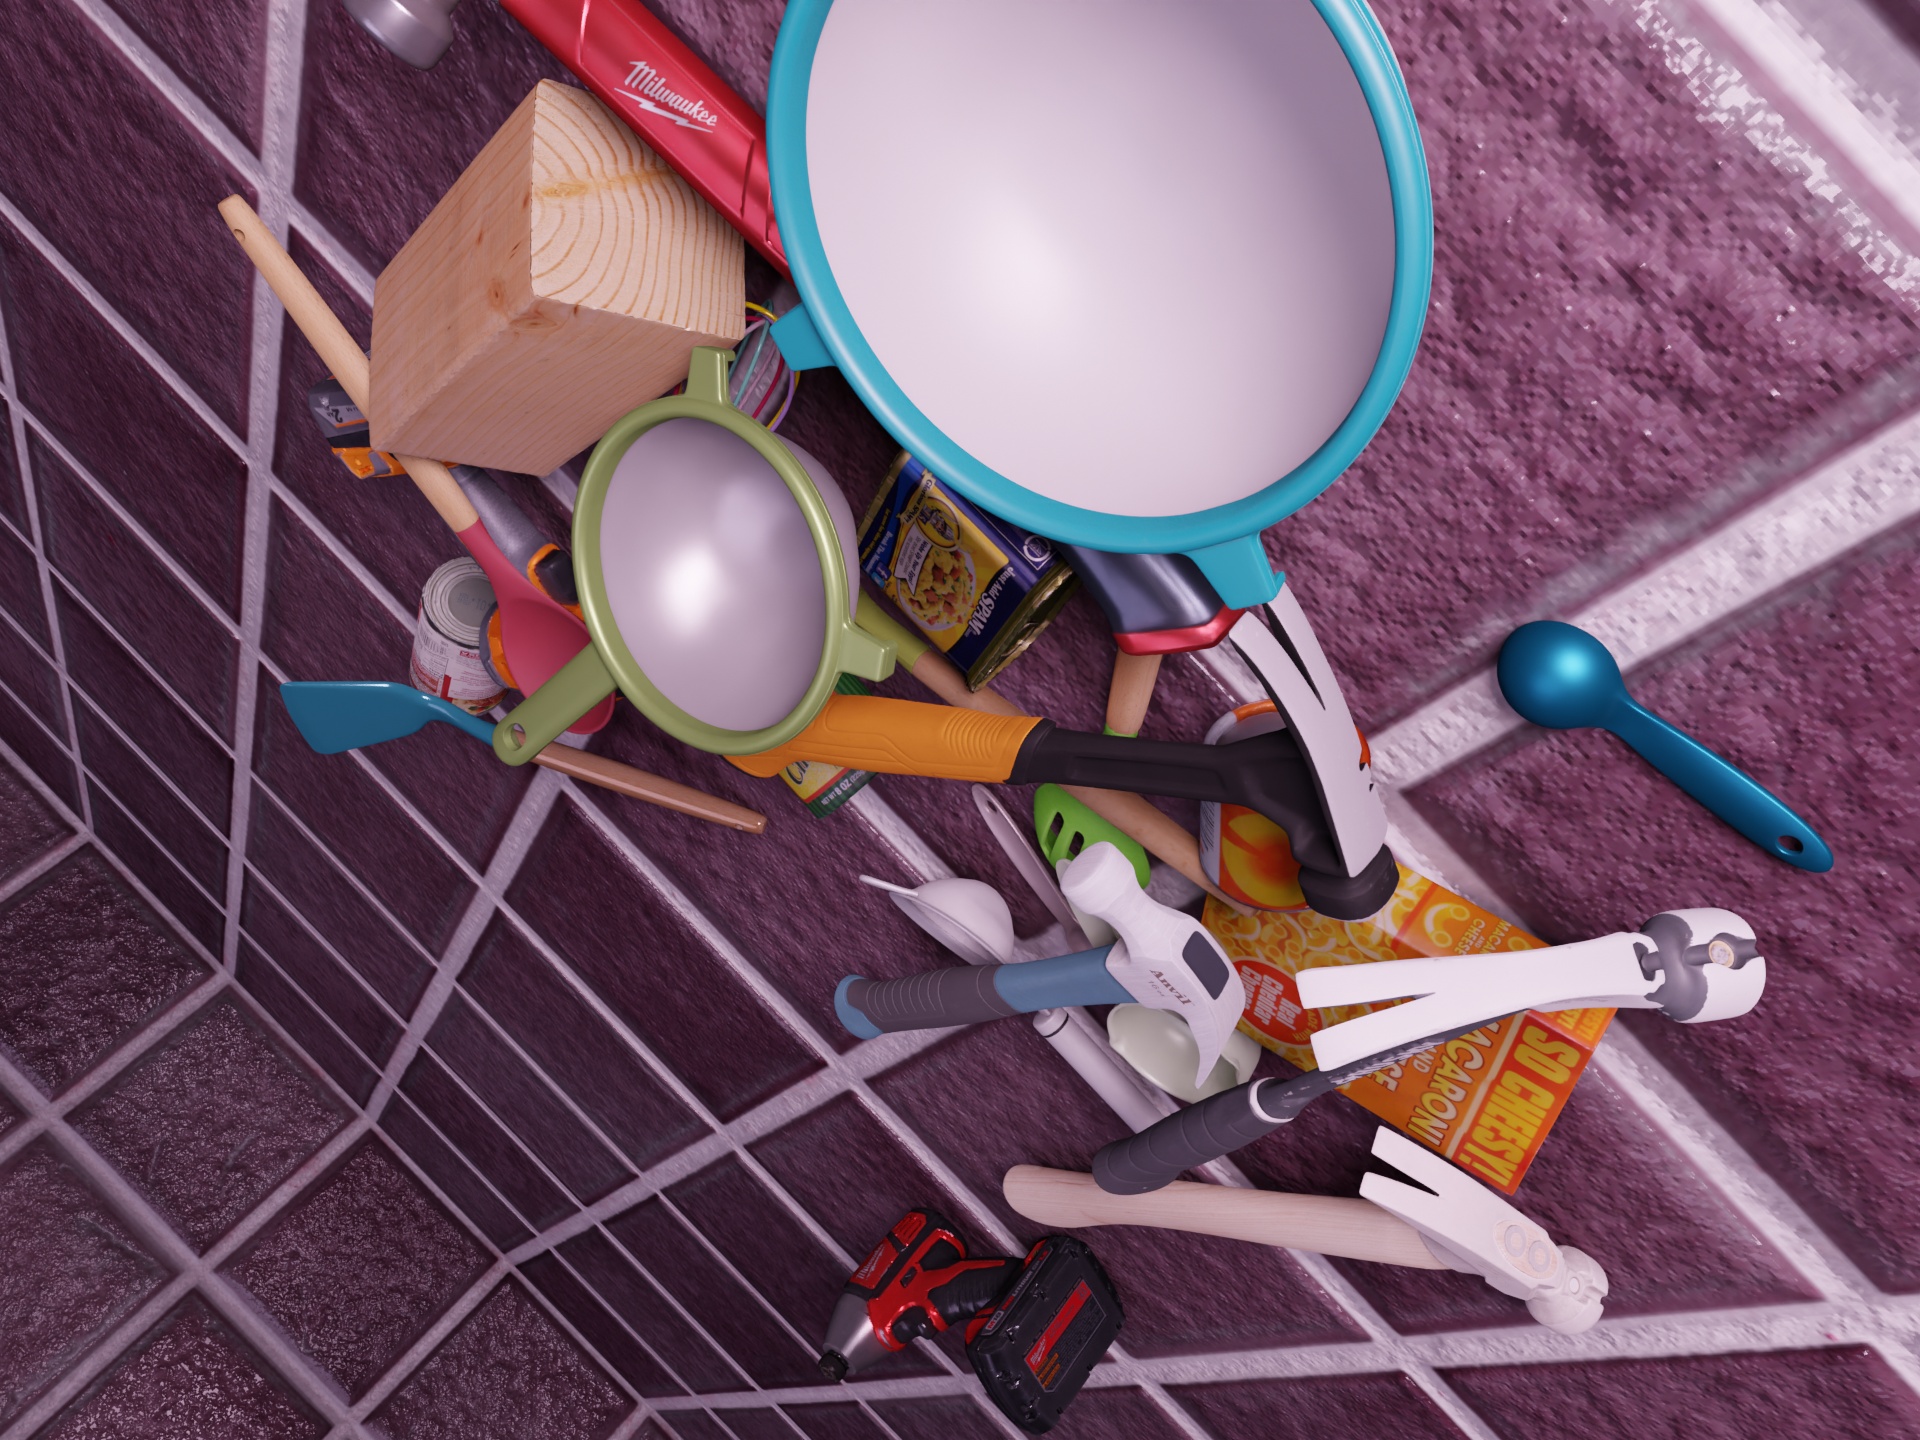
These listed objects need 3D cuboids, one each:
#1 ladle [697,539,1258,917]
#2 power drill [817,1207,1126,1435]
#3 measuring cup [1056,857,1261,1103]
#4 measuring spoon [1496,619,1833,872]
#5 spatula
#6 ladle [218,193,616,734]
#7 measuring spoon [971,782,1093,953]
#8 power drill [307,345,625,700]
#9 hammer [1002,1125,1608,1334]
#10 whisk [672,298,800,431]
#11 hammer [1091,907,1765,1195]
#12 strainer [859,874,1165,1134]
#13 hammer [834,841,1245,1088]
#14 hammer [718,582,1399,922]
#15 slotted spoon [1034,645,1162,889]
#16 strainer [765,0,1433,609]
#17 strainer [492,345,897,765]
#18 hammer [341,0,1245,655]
[{"bbox_3d":[-0.001,-0.002,0.720,0.320,0.078,0.062,36,125,20],"label":"ladle"},{"bbox_3d":[-0.004,0.423,1.131,0.220,0.143,0.078,-11,115,49],"label":"power drill"},{"bbox_3d":[0.095,0.122,0.788,0.083,0.038,0.167,-1,127,48],"label":"measuring cup"},{"bbox_3d":[0.236,0.015,0.539,0.129,0.021,0.042,39,146,12],"label":"measuring spoon"},{"bbox_3d":[-0.276,0.028,1.016,0.317,0.044,0.082,17,146,9],"label":"spatula"},{"bbox_3d":[-0.265,-0.119,0.799,0.069,0.031,0.315,-10,127,28],"label":"ladle"},{"bbox_3d":[0.047,0.081,0.829,0.124,0.018,0.034,54,148,-1],"label":"measuring spoon"},{"bbox_3d":[-0.245,-0.105,0.889,0.164,0.084,0.226,6,134,41],"label":"power drill"},{"bbox_3d":[0.137,0.265,0.874,0.146,0.038,0.410,35,153,-20],"label":"hammer"},{"bbox_3d":[-0.136,-0.114,0.758,0.245,0.047,0.051,-48,43,48],"label":"whisk"},{"bbox_3d":[0.134,0.157,0.661,0.408,0.149,0.036,122,141,-62],"label":"hammer"},{"bbox_3d":[0.046,0.160,0.888,0.258,0.050,0.087,48,163,-14],"label":"strainer"},{"bbox_3d":[0.020,0.136,0.810,0.128,0.033,0.331,45,150,-13],"label":"hammer"},{"bbox_3d":[0.007,0.005,0.642,0.337,0.034,0.127,4,130,44],"label":"hammer"},{"bbox_3d":[0.072,-0.017,0.683,0.070,0.031,0.313,34,144,21],"label":"slotted spoon"},{"bbox_3d":[0.064,-0.206,0.437,0.211,0.095,0.340,31,137,14],"label":"strainer"},{"bbox_3d":[-0.125,-0.044,0.712,0.256,0.069,0.151,-32,86,40],"label":"strainer"},{"bbox_3d":[-0.032,-0.175,0.571,0.386,0.038,0.143,43,104,-5],"label":"hammer"}]
